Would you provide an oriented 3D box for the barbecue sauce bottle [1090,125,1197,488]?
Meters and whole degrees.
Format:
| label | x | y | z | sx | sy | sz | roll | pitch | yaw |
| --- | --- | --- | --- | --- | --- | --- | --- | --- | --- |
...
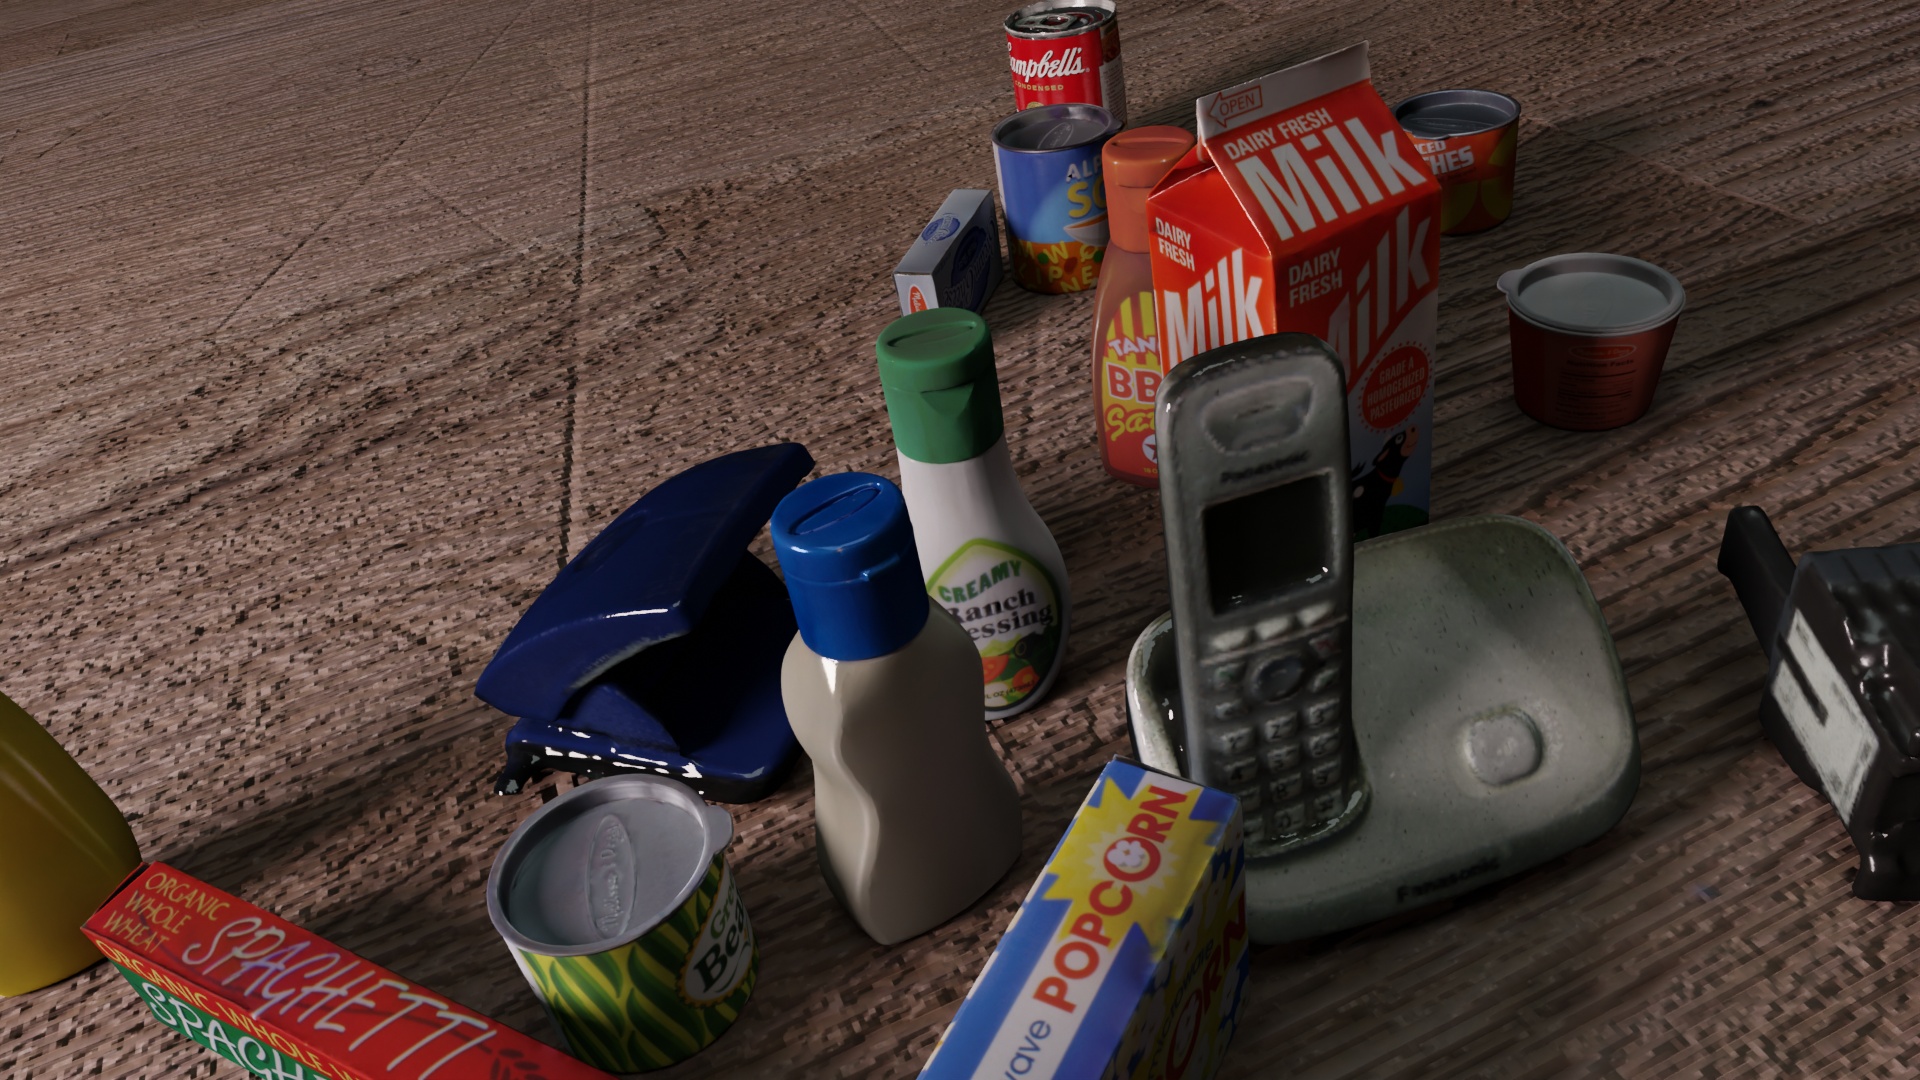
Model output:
| label | x | y | z | sx | sy | sz | roll | pitch | yaw |
| --- | --- | --- | --- | --- | --- | --- | --- | --- | --- |
| barbecue sauce bottle | 0.083 | -0.092 | 0.567 | 0.065 | 0.147 | 0.044 | 6 | 39 | 22 |

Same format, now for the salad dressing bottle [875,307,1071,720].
| label | x | y | z | sx | sy | sz | roll | pitch | yaw |
| --- | --- | --- | --- | --- | --- | --- | --- | --- | --- |
| salad dressing bottle | 0.002 | -0.006 | 0.472 | 0.064 | 0.147 | 0.044 | -14 | 36 | -4 |

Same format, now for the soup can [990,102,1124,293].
| label | x | y | z | sx | sy | sz | roll | pitch | yaw |
| --- | --- | --- | --- | --- | --- | --- | --- | --- | --- |
| soup can | 0.057 | -0.186 | 0.755 | 0.071 | 0.083 | 0.072 | -7 | 36 | 5 |

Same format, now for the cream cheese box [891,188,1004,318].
| label | x | y | z | sx | sy | sz | roll | pitch | yaw |
| --- | --- | --- | --- | --- | --- | --- | --- | --- | --- |
| cream cheese box | -0.005 | -0.142 | 0.737 | 0.024 | 0.053 | 0.104 | 4 | 38 | 19 |

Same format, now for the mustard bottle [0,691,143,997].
| label | x | y | z | sx | sy | sz | roll | pitch | yaw |
| --- | --- | --- | --- | --- | --- | --- | --- | --- | --- |
| mustard bottle | -0.319 | 0.074 | 0.435 | 0.065 | 0.159 | 0.049 | -27 | 39 | -21 |

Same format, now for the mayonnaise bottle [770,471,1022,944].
| label | x | y | z | sx | sy | sz | roll | pitch | yaw |
| --- | --- | --- | --- | --- | --- | --- | --- | --- | --- |
| mayonnaise bottle | -0.020 | 0.050 | 0.402 | 0.065 | 0.147 | 0.041 | -30 | 40 | -24 |

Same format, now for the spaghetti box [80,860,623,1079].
| label | x | y | z | sx | sy | sz | roll | pitch | yaw |
| --- | --- | --- | --- | --- | --- | --- | --- | --- | --- |
| spaghetti box | -0.151 | 0.148 | 0.386 | 0.250 | 0.050 | 0.029 | 11 | 41 | 27 |

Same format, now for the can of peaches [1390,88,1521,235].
| label | x | y | z | sx | sy | sz | roll | pitch | yaw |
| --- | --- | --- | --- | --- | --- | --- | --- | --- | --- |
| can of peaches | 0.263 | -0.203 | 0.747 | 0.071 | 0.057 | 0.071 | -7 | 36 | 5 |

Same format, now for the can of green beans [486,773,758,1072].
| label | x | y | z | sx | sy | sz | roll | pitch | yaw |
| --- | --- | --- | --- | --- | --- | --- | --- | --- | --- |
| can of green beans | -0.098 | 0.113 | 0.412 | 0.071 | 0.057 | 0.071 | -7 | 36 | 5 |

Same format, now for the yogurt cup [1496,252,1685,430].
| label | x | y | z | sx | sy | sz | roll | pitch | yaw |
| --- | --- | --- | --- | --- | --- | --- | --- | --- | --- |
| yogurt cup | 0.265 | -0.083 | 0.588 | 0.072 | 0.053 | 0.073 | -7 | 36 | 5 |

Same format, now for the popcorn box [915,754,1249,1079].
| label | x | y | z | sx | sy | sz | roll | pitch | yaw |
| --- | --- | --- | --- | --- | --- | --- | --- | --- | --- |
| popcorn box | 0.030 | 0.128 | 0.336 | 0.038 | 0.084 | 0.127 | 12 | 42 | 28 |

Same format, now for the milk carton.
| label | x | y | z | sx | sy | sz | roll | pitch | yaw |
| --- | --- | --- | --- | --- | --- | --- | --- | --- | --- |
| milk carton | 0.120 | -0.076 | 0.500 | 0.072 | 0.189 | 0.073 | -24 | 38 | -18 |
